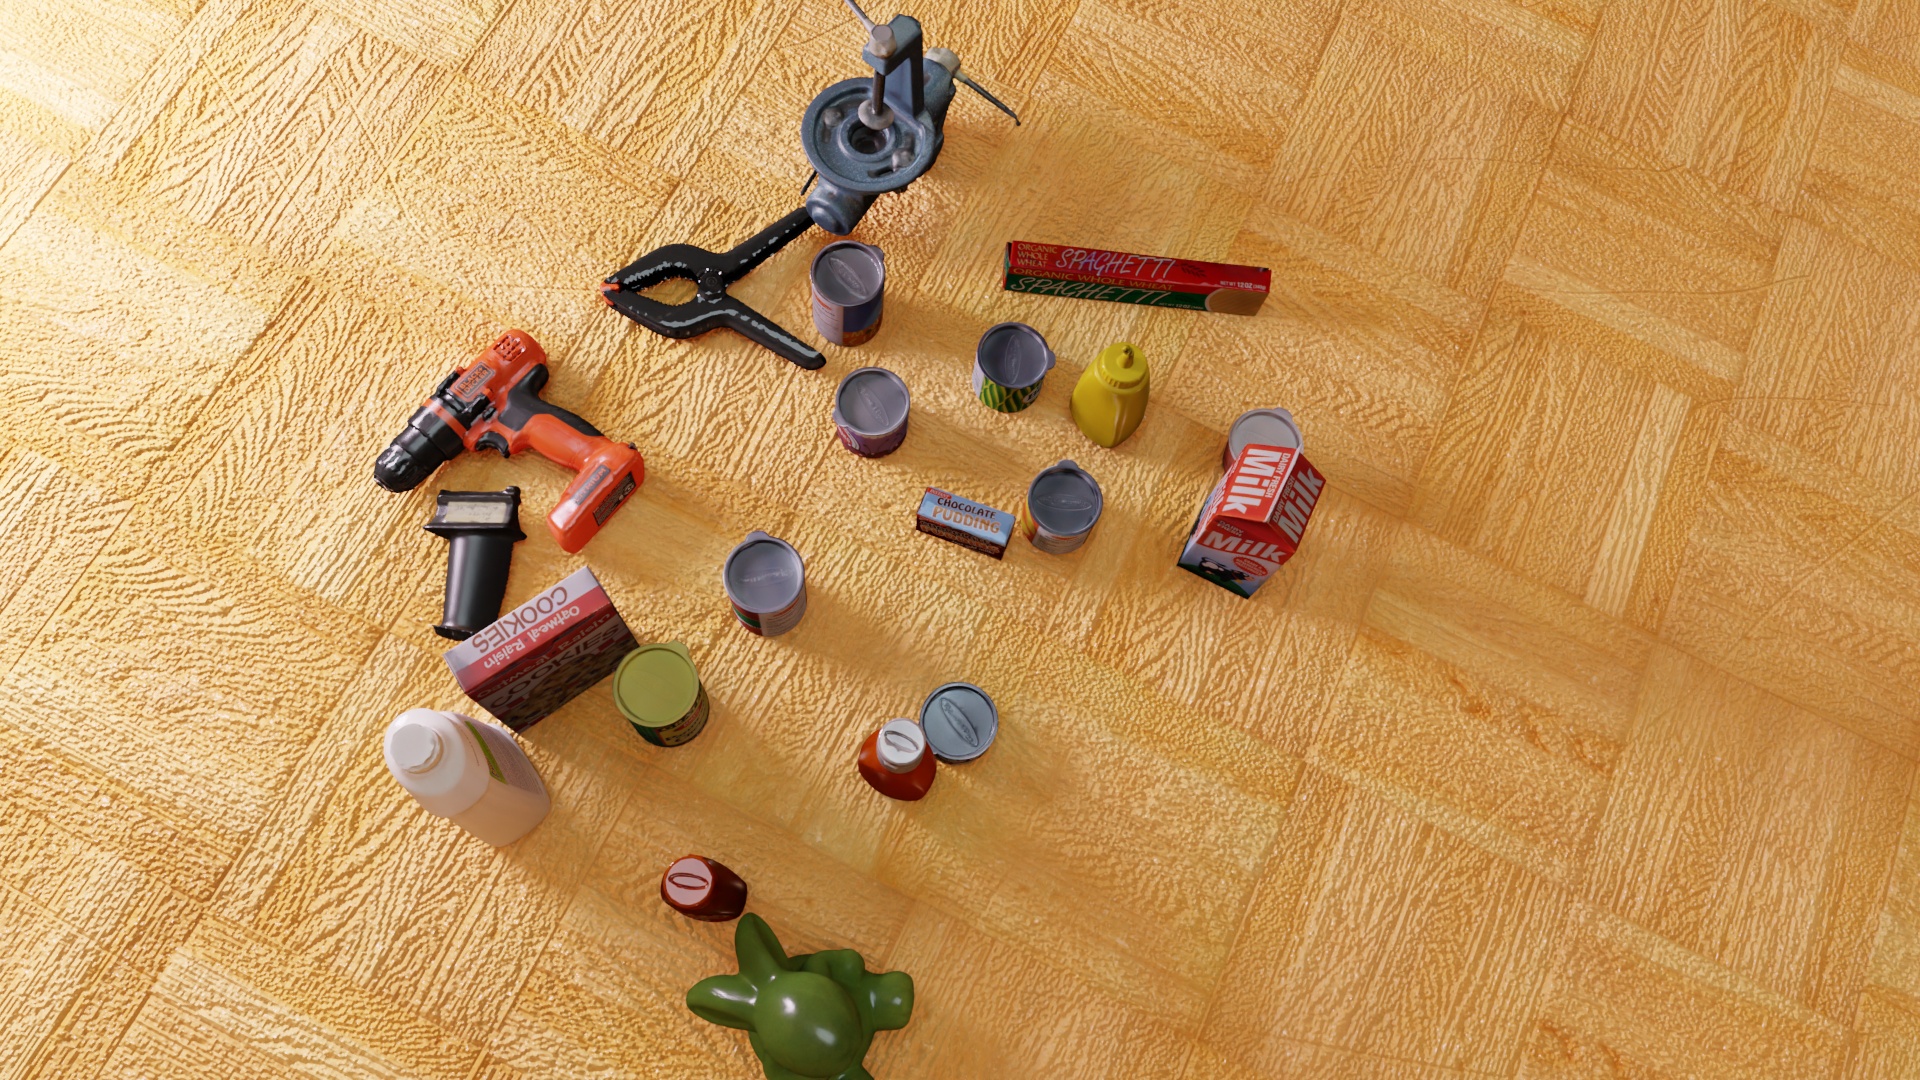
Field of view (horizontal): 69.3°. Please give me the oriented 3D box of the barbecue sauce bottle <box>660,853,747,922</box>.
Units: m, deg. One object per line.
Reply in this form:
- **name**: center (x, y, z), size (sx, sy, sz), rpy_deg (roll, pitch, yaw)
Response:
- **barbecue sauce bottle**: center (-0.199, 0.264, 1.057), size (0.065, 0.148, 0.044), rpy_deg (11, 72, -1)

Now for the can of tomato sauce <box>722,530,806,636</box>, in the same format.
- **can of tomato sauce**: center (-0.164, 0.038, 1.170), size (0.071, 0.083, 0.071), rpy_deg (1, 72, -4)

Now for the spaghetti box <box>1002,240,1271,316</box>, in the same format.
- **spaghetti box**: center (0.164, -0.247, 1.310), size (0.250, 0.050, 0.029), rpy_deg (5, 72, -3)

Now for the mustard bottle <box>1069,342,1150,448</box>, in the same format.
- **mustard bottle**: center (0.136, -0.134, 1.212), size (0.065, 0.159, 0.049), rpy_deg (44, 74, 10)

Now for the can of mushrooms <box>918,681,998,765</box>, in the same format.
- **can of mushrooms**: center (-0.004, 0.156, 1.170), size (0.071, 0.033, 0.071), rpy_deg (1, 71, -4)

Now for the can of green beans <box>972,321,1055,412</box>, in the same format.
- **can of green beans**: center (0.045, -0.157, 1.266), size (0.071, 0.057, 0.071), rpy_deg (1, 72, -4)

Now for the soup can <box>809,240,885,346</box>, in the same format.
- **soup can**: center (-0.100, -0.225, 1.264), size (0.071, 0.083, 0.071), rpy_deg (1, 72, -4)

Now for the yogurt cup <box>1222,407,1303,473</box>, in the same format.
- **yogurt cup**: center (0.271, -0.079, 1.261), size (0.072, 0.053, 0.072), rpy_deg (1, 72, -4)

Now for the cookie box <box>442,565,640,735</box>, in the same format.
- **cookie box**: center (-0.323, 0.090, 1.095), size (0.123, 0.167, 0.040), rpy_deg (-34, 78, -14)

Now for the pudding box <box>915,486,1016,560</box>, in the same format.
- **pudding box**: center (0.004, -0.015, 1.220), size (0.084, 0.049, 0.030), rpy_deg (20, 71, 2)

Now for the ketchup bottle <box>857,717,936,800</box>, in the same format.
- **ketchup bottle**: center (-0.049, 0.173, 1.100), size (0.065, 0.148, 0.044), rpy_deg (25, 72, 4)

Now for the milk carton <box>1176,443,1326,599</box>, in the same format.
- **milk carton**: center (0.246, -0.019, 1.166), size (0.073, 0.190, 0.072), rpy_deg (26, 72, 4)

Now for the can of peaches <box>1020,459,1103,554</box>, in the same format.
- **can of peaches**: center (0.089, -0.029, 1.227), size (0.071, 0.058, 0.071), rpy_deg (1, 72, -4)

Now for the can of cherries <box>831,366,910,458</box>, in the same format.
- **can of cherries**: center (-0.081, -0.113, 1.241), size (0.071, 0.058, 0.071), rpy_deg (1, 72, -4)

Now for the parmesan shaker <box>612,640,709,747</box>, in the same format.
- **parmesan shaker**: center (-0.238, 0.125, 1.124), size (0.071, 0.102, 0.071), rpy_deg (1, 72, -4)
